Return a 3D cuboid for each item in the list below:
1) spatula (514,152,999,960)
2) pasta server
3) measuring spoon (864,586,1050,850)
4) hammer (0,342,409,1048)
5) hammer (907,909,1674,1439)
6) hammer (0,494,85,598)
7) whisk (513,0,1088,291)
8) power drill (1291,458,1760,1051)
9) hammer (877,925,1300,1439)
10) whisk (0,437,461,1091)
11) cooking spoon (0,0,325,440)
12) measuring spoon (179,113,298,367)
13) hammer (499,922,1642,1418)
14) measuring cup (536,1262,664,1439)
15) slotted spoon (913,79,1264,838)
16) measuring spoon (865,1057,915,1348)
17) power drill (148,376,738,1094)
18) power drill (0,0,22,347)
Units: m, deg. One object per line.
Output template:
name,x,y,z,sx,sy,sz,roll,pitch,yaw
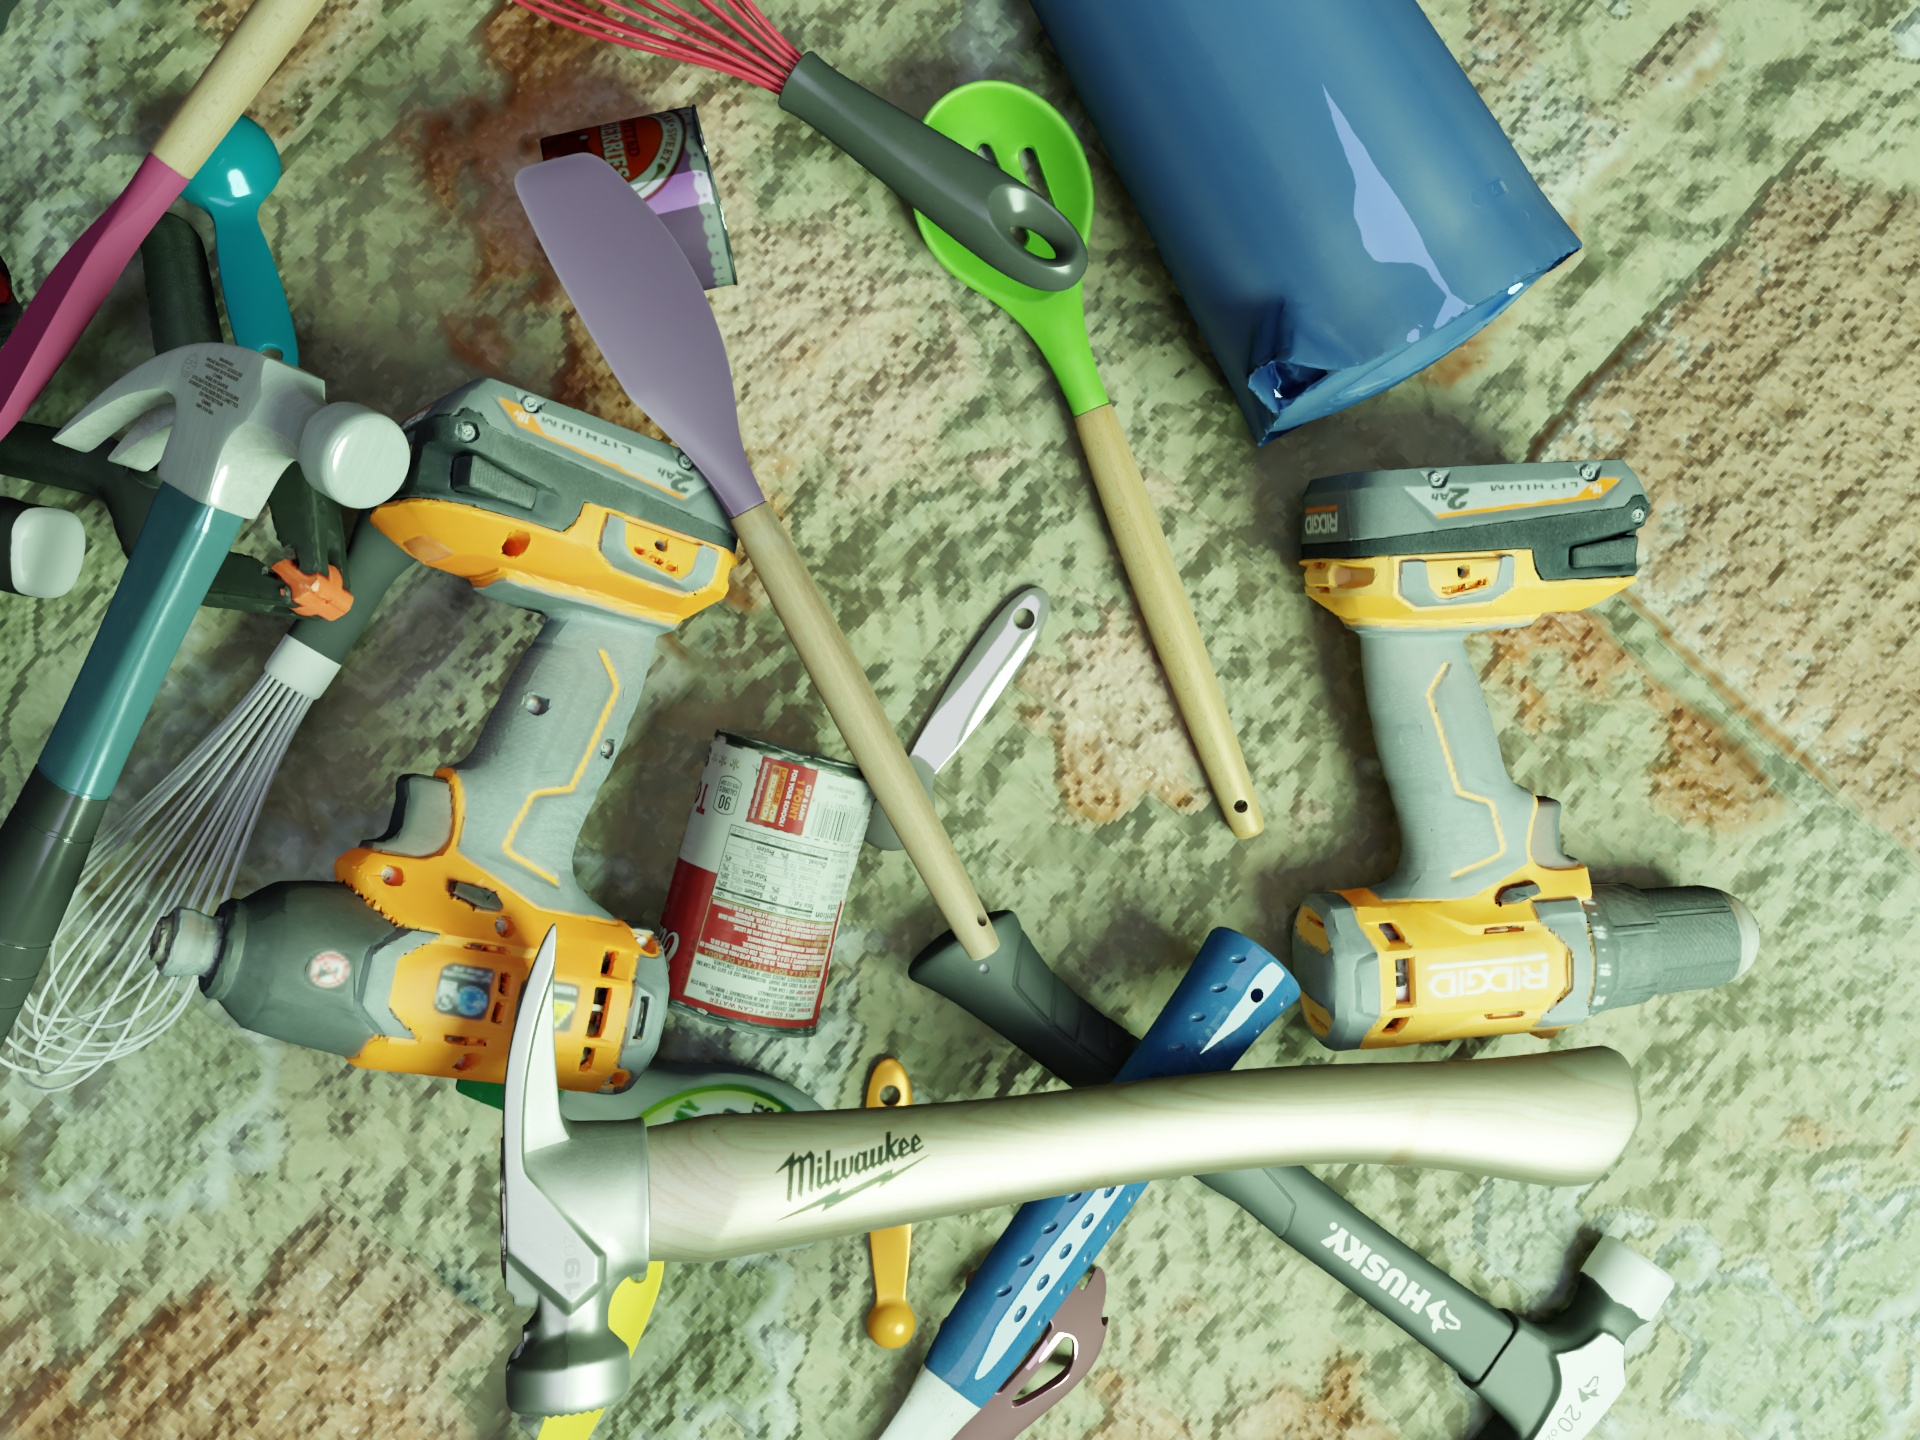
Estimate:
spatula,-0.061,-0.052,0.562,0.060,0.018,0.316,-38,105,-48
pasta server,-0.053,0.335,0.627,0.060,0.040,0.316,41,90,-5
measuring spoon,-0.001,-0.002,0.631,0.034,0.018,0.124,35,86,-5
hammer,-0.291,0.032,0.512,0.128,0.033,0.331,28,94,30
hammer,0.119,0.190,0.638,0.334,0.035,0.146,37,86,-5
hammer,-0.392,0.081,0.570,0.127,0.034,0.337,10,94,16
whisk,-0.077,-0.248,0.588,0.296,0.073,0.073,34,87,-3
power drill,0.224,0.014,0.627,0.185,0.084,0.226,-3,95,-7
hammer,-0.014,0.238,0.554,0.144,0.035,0.405,42,74,-9
whisk,-0.260,0.008,0.585,0.070,0.070,0.284,32,82,-6
cooking spoon,-0.257,-0.211,0.547,0.017,0.069,0.319,36,91,-39
measuring spoon,-0.260,-0.175,0.573,0.042,0.021,0.129,-14,68,-22
hammer,0.054,0.134,0.550,0.410,0.038,0.146,-1,81,-17
measuring cup,-0.151,0.270,0.614,0.062,0.029,0.156,25,85,-6
slotted spoon,0.059,-0.098,0.633,0.070,0.031,0.313,-21,95,7
measuring spoon,-0.028,0.193,0.633,0.021,0.011,0.117,0,91,-6
power drill,-0.167,0.006,0.542,0.164,0.084,0.226,16,78,-36
power drill,-0.321,-0.215,0.512,0.226,0.188,0.080,-39,93,30
